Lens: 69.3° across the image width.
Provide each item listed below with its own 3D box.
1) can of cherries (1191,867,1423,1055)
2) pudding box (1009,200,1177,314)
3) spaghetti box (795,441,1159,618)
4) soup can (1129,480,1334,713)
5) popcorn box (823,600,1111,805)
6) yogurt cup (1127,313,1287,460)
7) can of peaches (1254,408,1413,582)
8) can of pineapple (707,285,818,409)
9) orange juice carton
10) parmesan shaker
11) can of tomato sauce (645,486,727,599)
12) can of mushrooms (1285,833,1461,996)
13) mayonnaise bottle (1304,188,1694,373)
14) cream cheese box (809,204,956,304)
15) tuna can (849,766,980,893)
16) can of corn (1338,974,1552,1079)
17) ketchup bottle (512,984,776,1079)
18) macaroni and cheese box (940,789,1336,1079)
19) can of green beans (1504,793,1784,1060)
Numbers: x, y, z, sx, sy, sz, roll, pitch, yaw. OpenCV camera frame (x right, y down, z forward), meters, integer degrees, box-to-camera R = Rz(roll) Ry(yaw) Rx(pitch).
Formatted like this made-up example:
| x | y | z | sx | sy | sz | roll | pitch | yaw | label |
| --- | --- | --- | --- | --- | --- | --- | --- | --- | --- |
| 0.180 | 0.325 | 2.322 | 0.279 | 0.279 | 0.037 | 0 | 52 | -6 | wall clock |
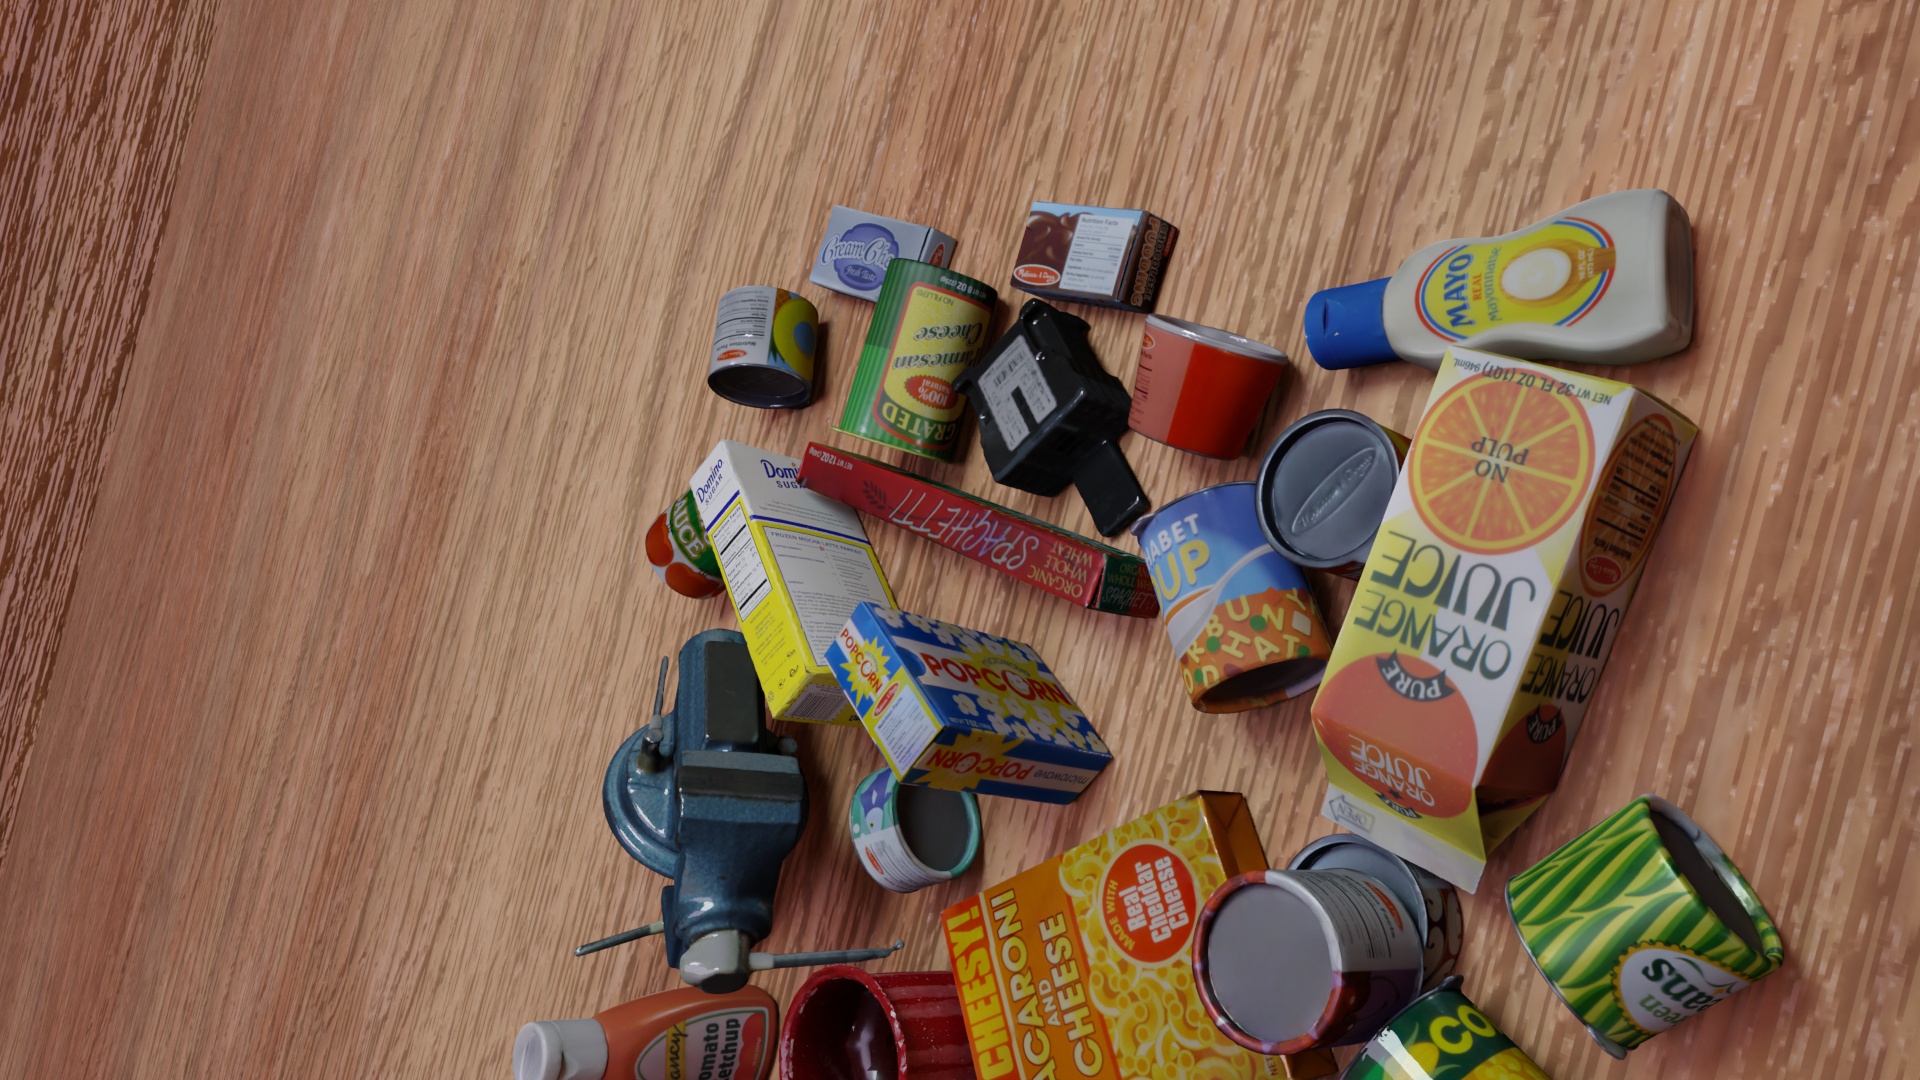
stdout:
| x | y | z | sx | sy | sz | roll | pitch | yaw | label |
| --- | --- | --- | --- | --- | --- | --- | --- | --- | --- |
| 0.129 | 0.159 | 0.524 | 0.071 | 0.058 | 0.071 | -12 | 72 | 43 | can of cherries |
| 0.069 | -0.150 | 0.734 | 0.084 | 0.030 | 0.049 | 19 | 95 | 46 | pudding box |
| 0.003 | -0.009 | 0.750 | 0.250 | 0.050 | 0.028 | 22 | 97 | 46 | spaghetti box |
| 0.118 | 0.026 | 0.609 | 0.071 | 0.071 | 0.084 | -34 | 58 | 35 | soup can |
| 0.005 | 0.080 | 0.669 | 0.038 | 0.127 | 0.085 | -52 | 49 | 18 | popcorn box |
| 0.112 | -0.071 | 0.647 | 0.072 | 0.072 | 0.053 | 31 | 111 | 45 | yogurt cup |
| 0.168 | -0.015 | 0.579 | 0.071 | 0.058 | 0.071 | -13 | 71 | 42 | can of peaches |
| -0.126 | -0.123 | 0.896 | 0.071 | 0.071 | 0.058 | -14 | 64 | 43 | can of pineapple |
| 0.198 | 0.031 | 0.526 | 0.072 | 0.073 | 0.192 | 25 | 98 | 45 | orange juice carton |
| -0.026 | -0.102 | 0.787 | 0.071 | 0.071 | 0.103 | 19 | 94 | 46 | parmesan shaker |
| -0.155 | -0.009 | 0.894 | 0.082 | 0.071 | 0.071 | -36 | 56 | 34 | can of tomato sauce |
| 0.163 | 0.154 | 0.558 | 0.071 | 0.033 | 0.071 | -13 | 71 | 42 | can of mushrooms |
| 0.214 | -0.097 | 0.565 | 0.148 | 0.041 | 0.065 | -5 | 77 | 44 | mayonnaise bottle |
| -0.051 | -0.174 | 0.864 | 0.104 | 0.024 | 0.053 | 26 | 98 | 46 | cream cheese box |
| -0.022 | 0.146 | 0.726 | 0.032 | 0.071 | 0.071 | -26 | 62 | 38 | tuna can |
| 0.181 | 0.205 | 0.503 | 0.058 | 0.071 | 0.071 | 44 | 112 | 41 | can of corn |
| -0.176 | 0.286 | 0.783 | 0.043 | 0.149 | 0.064 | 7 | 85 | 47 | ketchup bottle |
| 0.073 | 0.202 | 0.632 | 0.166 | 0.040 | 0.124 | -34 | 58 | 34 | macaroni and cheese box |
| 0.231 | 0.129 | 0.472 | 0.057 | 0.071 | 0.071 | -45 | 52 | 28 | can of green beans |
